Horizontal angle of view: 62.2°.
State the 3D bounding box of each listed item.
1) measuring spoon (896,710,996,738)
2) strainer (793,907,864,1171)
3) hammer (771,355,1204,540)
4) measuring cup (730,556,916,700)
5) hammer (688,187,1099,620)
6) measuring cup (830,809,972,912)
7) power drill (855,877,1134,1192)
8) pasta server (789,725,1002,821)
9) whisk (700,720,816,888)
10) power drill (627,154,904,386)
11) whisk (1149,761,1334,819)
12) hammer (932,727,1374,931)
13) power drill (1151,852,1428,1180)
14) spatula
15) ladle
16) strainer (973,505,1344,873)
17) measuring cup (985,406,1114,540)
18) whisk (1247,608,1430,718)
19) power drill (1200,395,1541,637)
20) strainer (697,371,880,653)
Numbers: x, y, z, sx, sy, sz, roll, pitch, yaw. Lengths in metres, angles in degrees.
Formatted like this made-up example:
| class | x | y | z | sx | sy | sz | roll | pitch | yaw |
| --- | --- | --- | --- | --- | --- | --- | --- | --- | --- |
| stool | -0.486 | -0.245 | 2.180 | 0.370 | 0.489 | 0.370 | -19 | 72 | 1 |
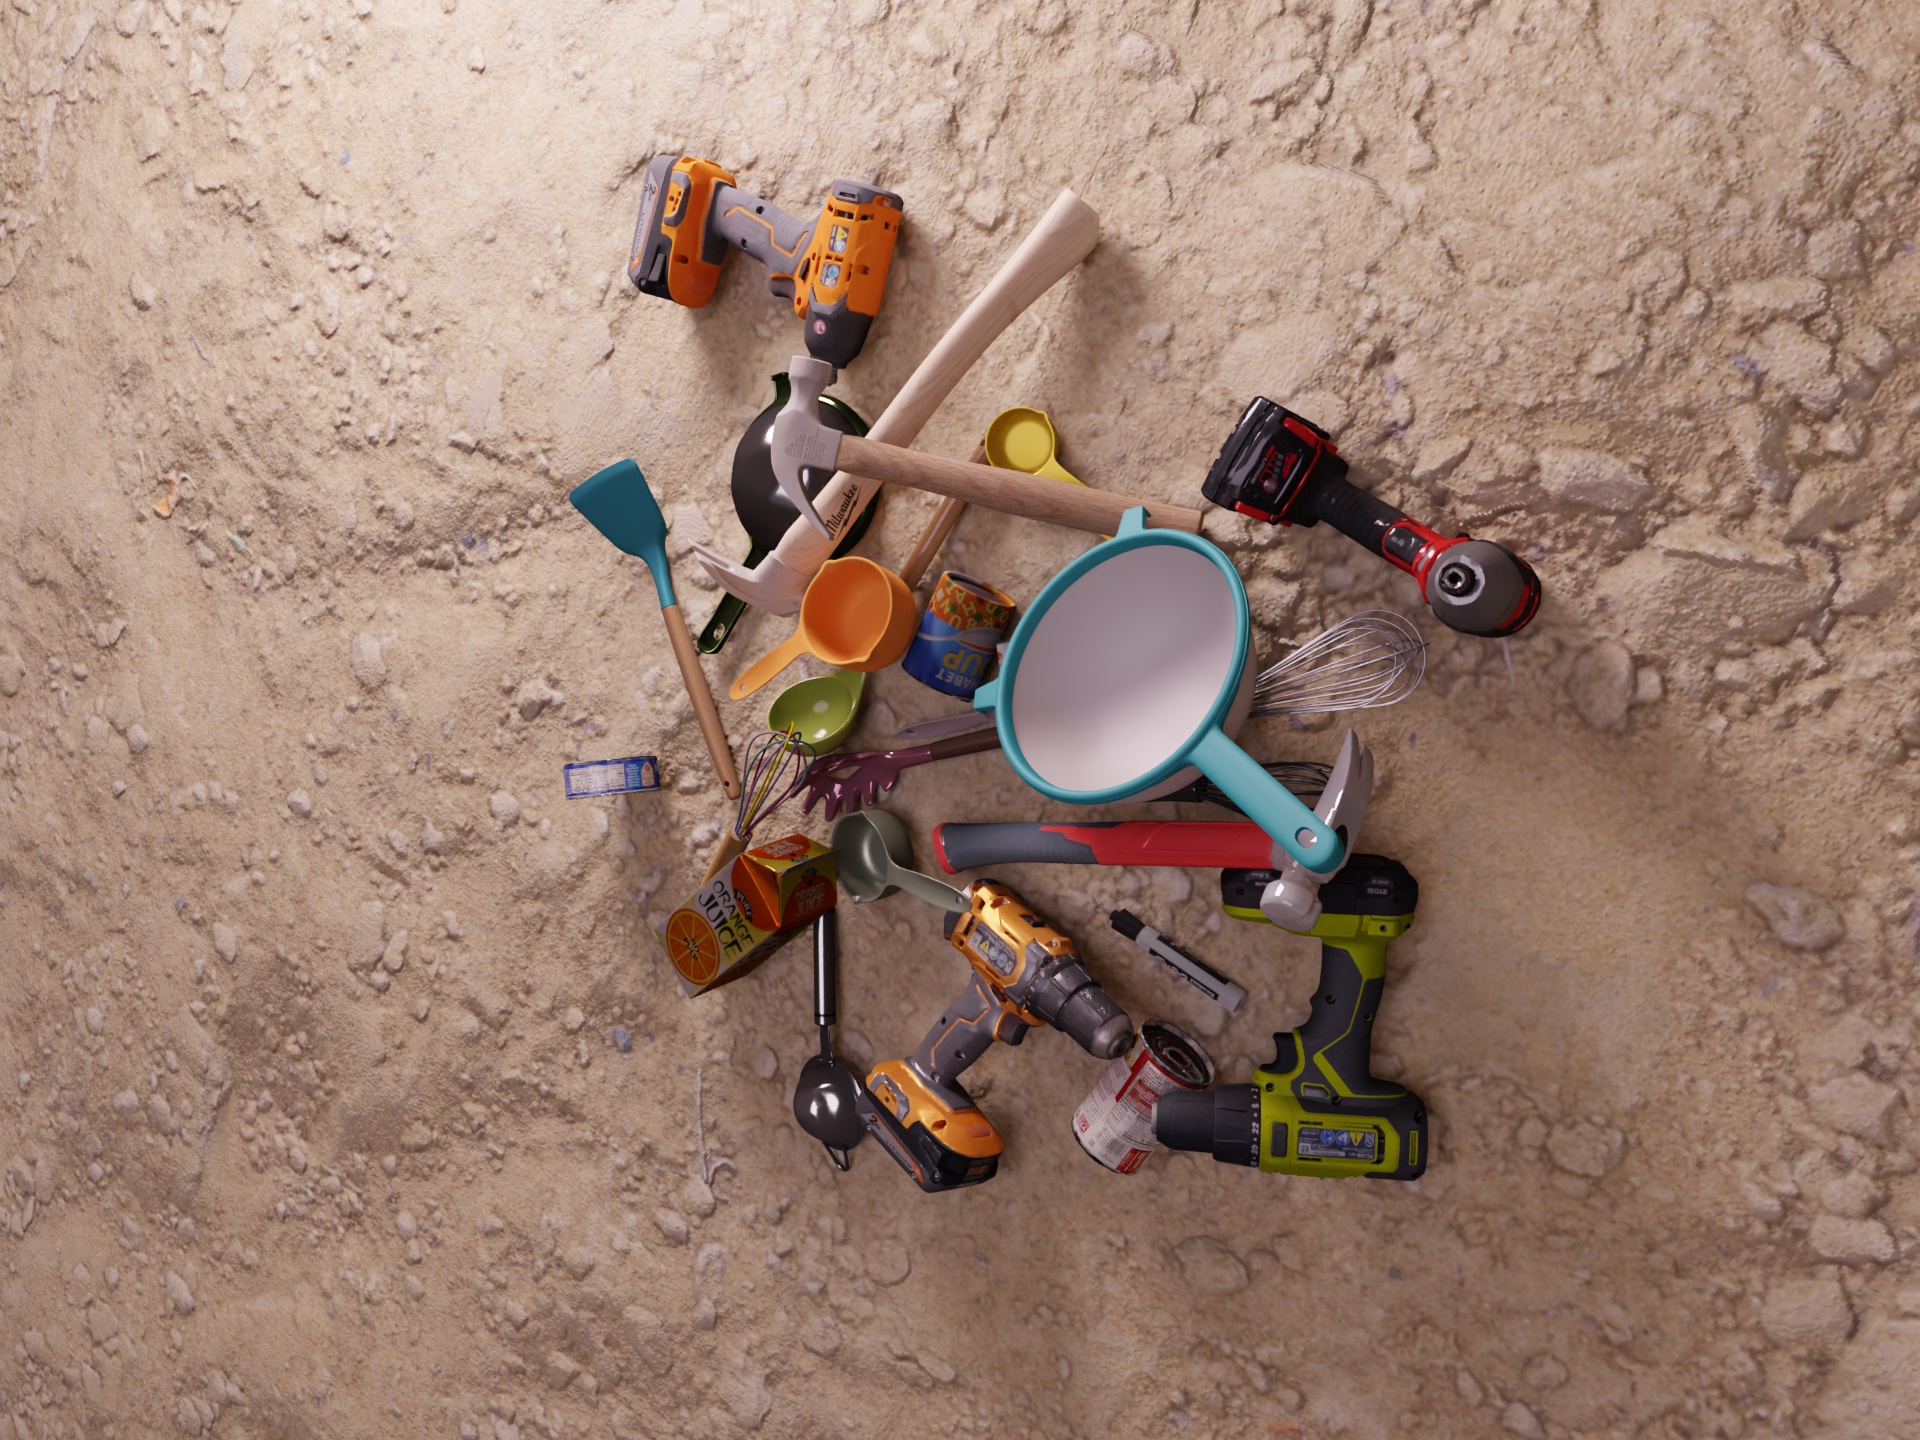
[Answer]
| class | x | y | z | sx | sy | sz | roll | pitch | yaw |
| --- | --- | --- | --- | --- | --- | --- | --- | --- | --- |
| measuring spoon | -0.002 | -0.004 | 1.305 | 0.124 | 0.034 | 0.018 | -13 | 52 | 34 |
| strainer | -0.120 | 0.266 | 1.378 | 0.087 | 0.050 | 0.258 | -1 | 89 | 44 |
| hammer | 0.018 | -0.175 | 1.201 | 0.331 | 0.031 | 0.130 | 14 | 97 | 3 |
| measuring cup | -0.110 | -0.060 | 1.286 | 0.173 | 0.052 | 0.095 | -34 | 65 | 23 |
| hammer | -0.044 | -0.248 | 1.252 | 0.410 | 0.146 | 0.038 | -49 | 46 | 16 |
| measuring cup | -0.040 | 0.123 | 1.302 | 0.168 | 0.038 | 0.083 | 19 | 111 | 42 |
| power drill | 0.029 | 0.265 | 1.257 | 0.186 | 0.084 | 0.226 | 38 | 108 | 37 |
| pasta server | 0.001 | 0.026 | 1.295 | 0.316 | 0.060 | 0.040 | -13 | 42 | 27 |
| whisk | -0.179 | 0.080 | 1.357 | 0.244 | 0.051 | 0.047 | -57 | 43 | 45 |
| power drill | -0.166 | -0.381 | 1.339 | 0.226 | 0.084 | 0.164 | 19 | 103 | 23 |
| whisk | 0.179 | 0.054 | 1.195 | 0.239 | 0.055 | 0.055 | 2 | 94 | 33 |
| hammer | 0.122 | 0.078 | 1.173 | 0.386 | 0.038 | 0.143 | -4 | 49 | 49 |
| power drill | 0.235 | 0.211 | 1.131 | 0.190 | 0.080 | 0.228 | 2 | 94 | 8 |
| spatula | -0.261 | -0.076 | 1.431 | 0.082 | 0.044 | 0.317 | -24 | 83 | 26 |
| ladle | -0.060 | -0.105 | 1.312 | 0.078 | 0.062 | 0.320 | 47 | 112 | 41 |
| strainer | 0.164 | 0.009 | 1.093 | 0.211 | 0.095 | 0.341 | -50 | 44 | 8 |
| measuring cup | 0.086 | -0.184 | 1.247 | 0.156 | 0.029 | 0.062 | 43 | 106 | 7 |
| whisk | 0.210 | -0.013 | 1.170 | 0.284 | 0.070 | 0.070 | -19 | 84 | 34 |
| power drill | 0.280 | -0.130 | 1.072 | 0.220 | 0.143 | 0.078 | 37 | 107 | 25 |
| strainer | -0.174 | -0.163 | 1.361 | 0.152 | 0.069 | 0.256 | 40 | 109 | 21 |
